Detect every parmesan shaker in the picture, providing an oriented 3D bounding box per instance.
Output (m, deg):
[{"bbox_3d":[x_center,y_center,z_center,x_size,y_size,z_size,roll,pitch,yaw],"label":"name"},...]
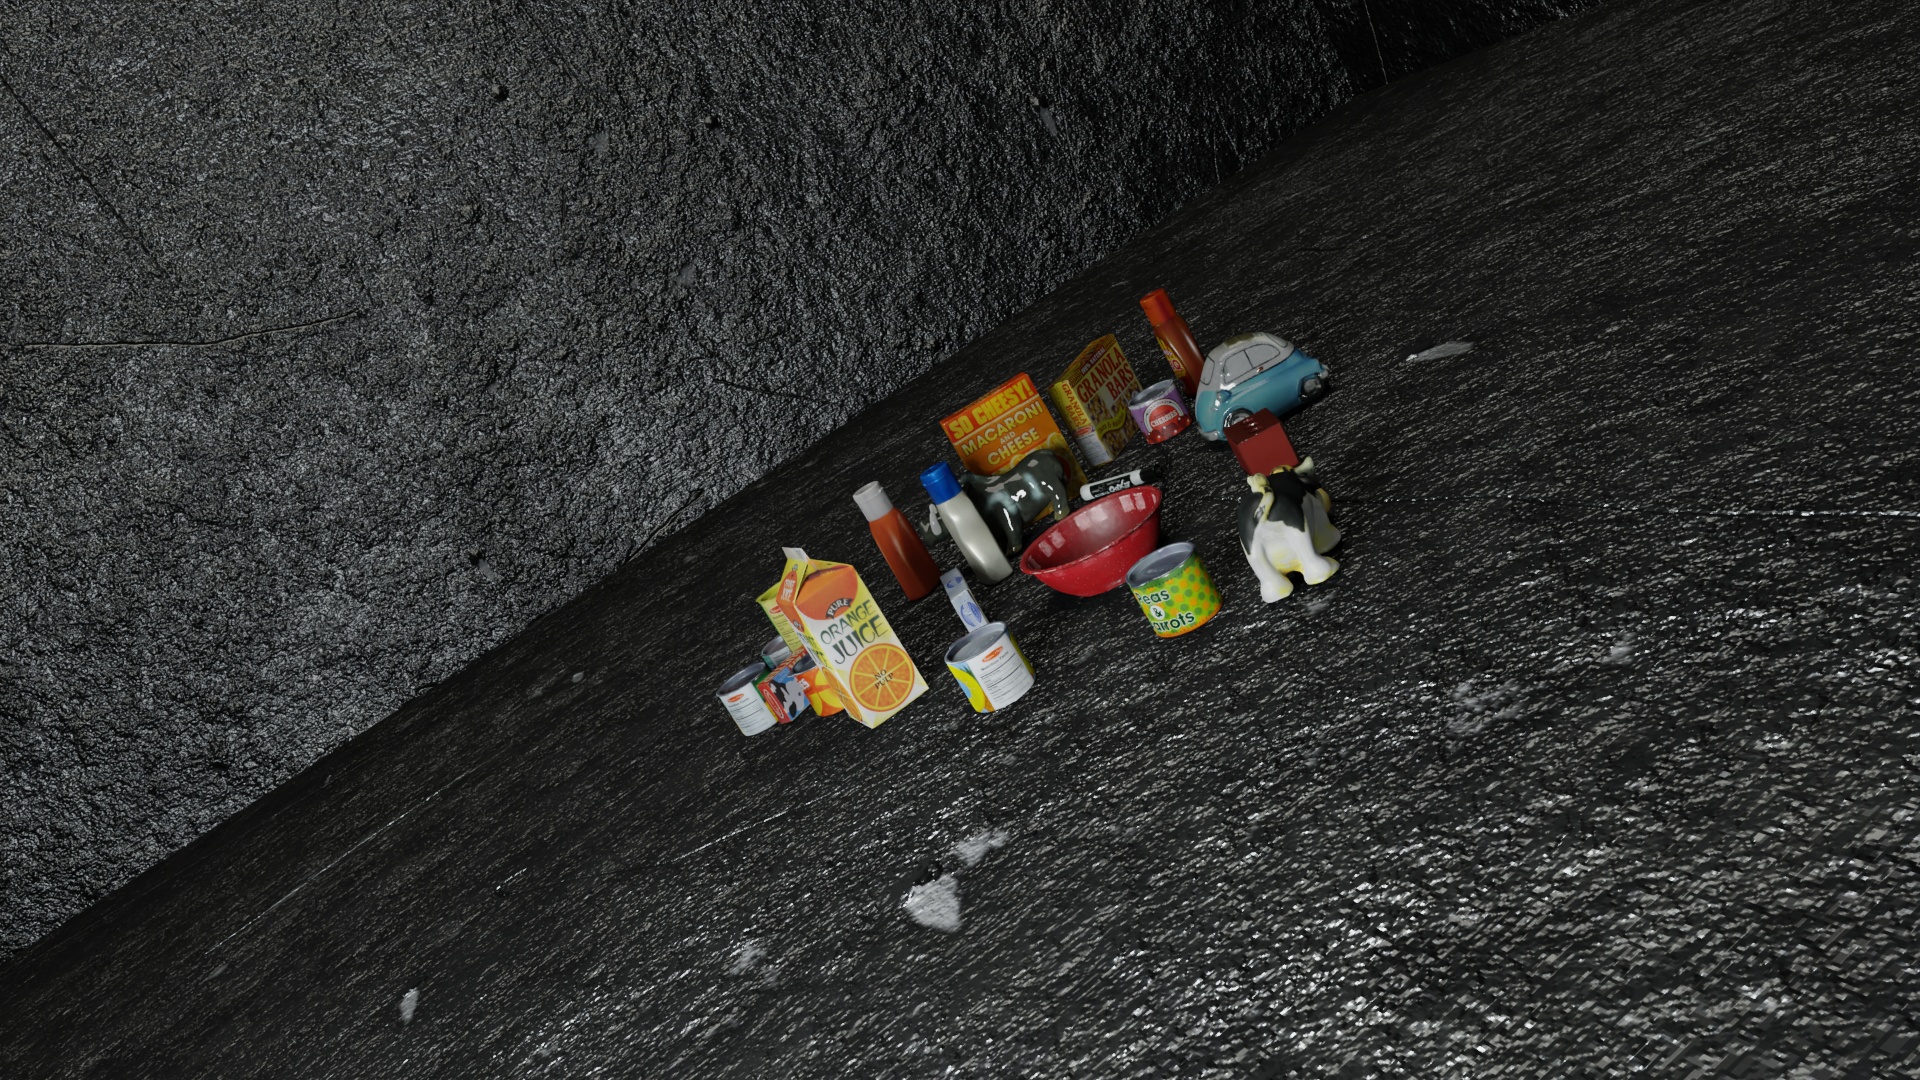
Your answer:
[{"bbox_3d":[-0.191,0.099,1.678,0.071,0.103,0.071,-29,14,8],"label":"parmesan shaker"}]

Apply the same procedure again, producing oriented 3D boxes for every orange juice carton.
[{"bbox_3d":[-0.119,0.087,1.389,0.073,0.192,0.072,-35,14,-17],"label":"orange juice carton"}]

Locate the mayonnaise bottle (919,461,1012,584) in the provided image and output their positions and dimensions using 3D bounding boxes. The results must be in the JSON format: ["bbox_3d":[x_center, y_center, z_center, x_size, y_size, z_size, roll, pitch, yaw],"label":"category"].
[{"bbox_3d":[0.006,-0.020,1.595,0.041,0.148,0.065,-33,14,-9],"label":"mayonnaise bottle"}]

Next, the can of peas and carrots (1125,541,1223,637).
[{"bbox_3d":[0.183,0.044,1.197,0.071,0.058,0.071,-29,14,8],"label":"can of peas and carrots"}]

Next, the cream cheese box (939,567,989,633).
[{"bbox_3d":[0.005,0.067,1.490,0.024,0.053,0.104,-31,14,0],"label":"cream cheese box"}]

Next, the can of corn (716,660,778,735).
[{"bbox_3d":[-0.233,0.179,1.581,0.071,0.058,0.071,-29,14,8],"label":"can of corn"}]

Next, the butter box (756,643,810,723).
[{"bbox_3d":[-0.179,0.155,1.564,0.024,0.053,0.104,-17,19,44],"label":"butter box"}]

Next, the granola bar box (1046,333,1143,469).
[{"bbox_3d":[0.187,-0.187,1.848,0.039,0.124,0.166,-21,17,36],"label":"granola bar box"}]

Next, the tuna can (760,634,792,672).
[{"bbox_3d":[-0.214,0.137,1.739,0.071,0.032,0.071,-29,14,8],"label":"tuna can"}]

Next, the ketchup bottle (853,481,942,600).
[{"bbox_3d":[-0.078,-0.002,1.701,0.043,0.148,0.065,-24,15,25],"label":"ketchup bottle"}]

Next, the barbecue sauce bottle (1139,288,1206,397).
[{"bbox_3d":[0.290,-0.264,1.854,0.044,0.148,0.065,-32,14,-4],"label":"barbecue sauce bottle"}]

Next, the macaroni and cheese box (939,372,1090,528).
[{"bbox_3d":[0.068,-0.107,1.730,0.124,0.166,0.040,-31,14,-2],"label":"macaroni and cheese box"}]

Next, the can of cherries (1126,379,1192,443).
[{"bbox_3d":[0.254,-0.163,1.766,0.071,0.058,0.072,-29,14,8],"label":"can of cherries"}]

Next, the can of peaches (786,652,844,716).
[{"bbox_3d":[-0.142,0.150,1.498,0.071,0.058,0.071,-29,14,8],"label":"can of peaches"}]

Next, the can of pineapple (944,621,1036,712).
[{"bbox_3d":[0.027,0.115,1.271,0.071,0.057,0.071,-29,14,8],"label":"can of pineapple"}]
